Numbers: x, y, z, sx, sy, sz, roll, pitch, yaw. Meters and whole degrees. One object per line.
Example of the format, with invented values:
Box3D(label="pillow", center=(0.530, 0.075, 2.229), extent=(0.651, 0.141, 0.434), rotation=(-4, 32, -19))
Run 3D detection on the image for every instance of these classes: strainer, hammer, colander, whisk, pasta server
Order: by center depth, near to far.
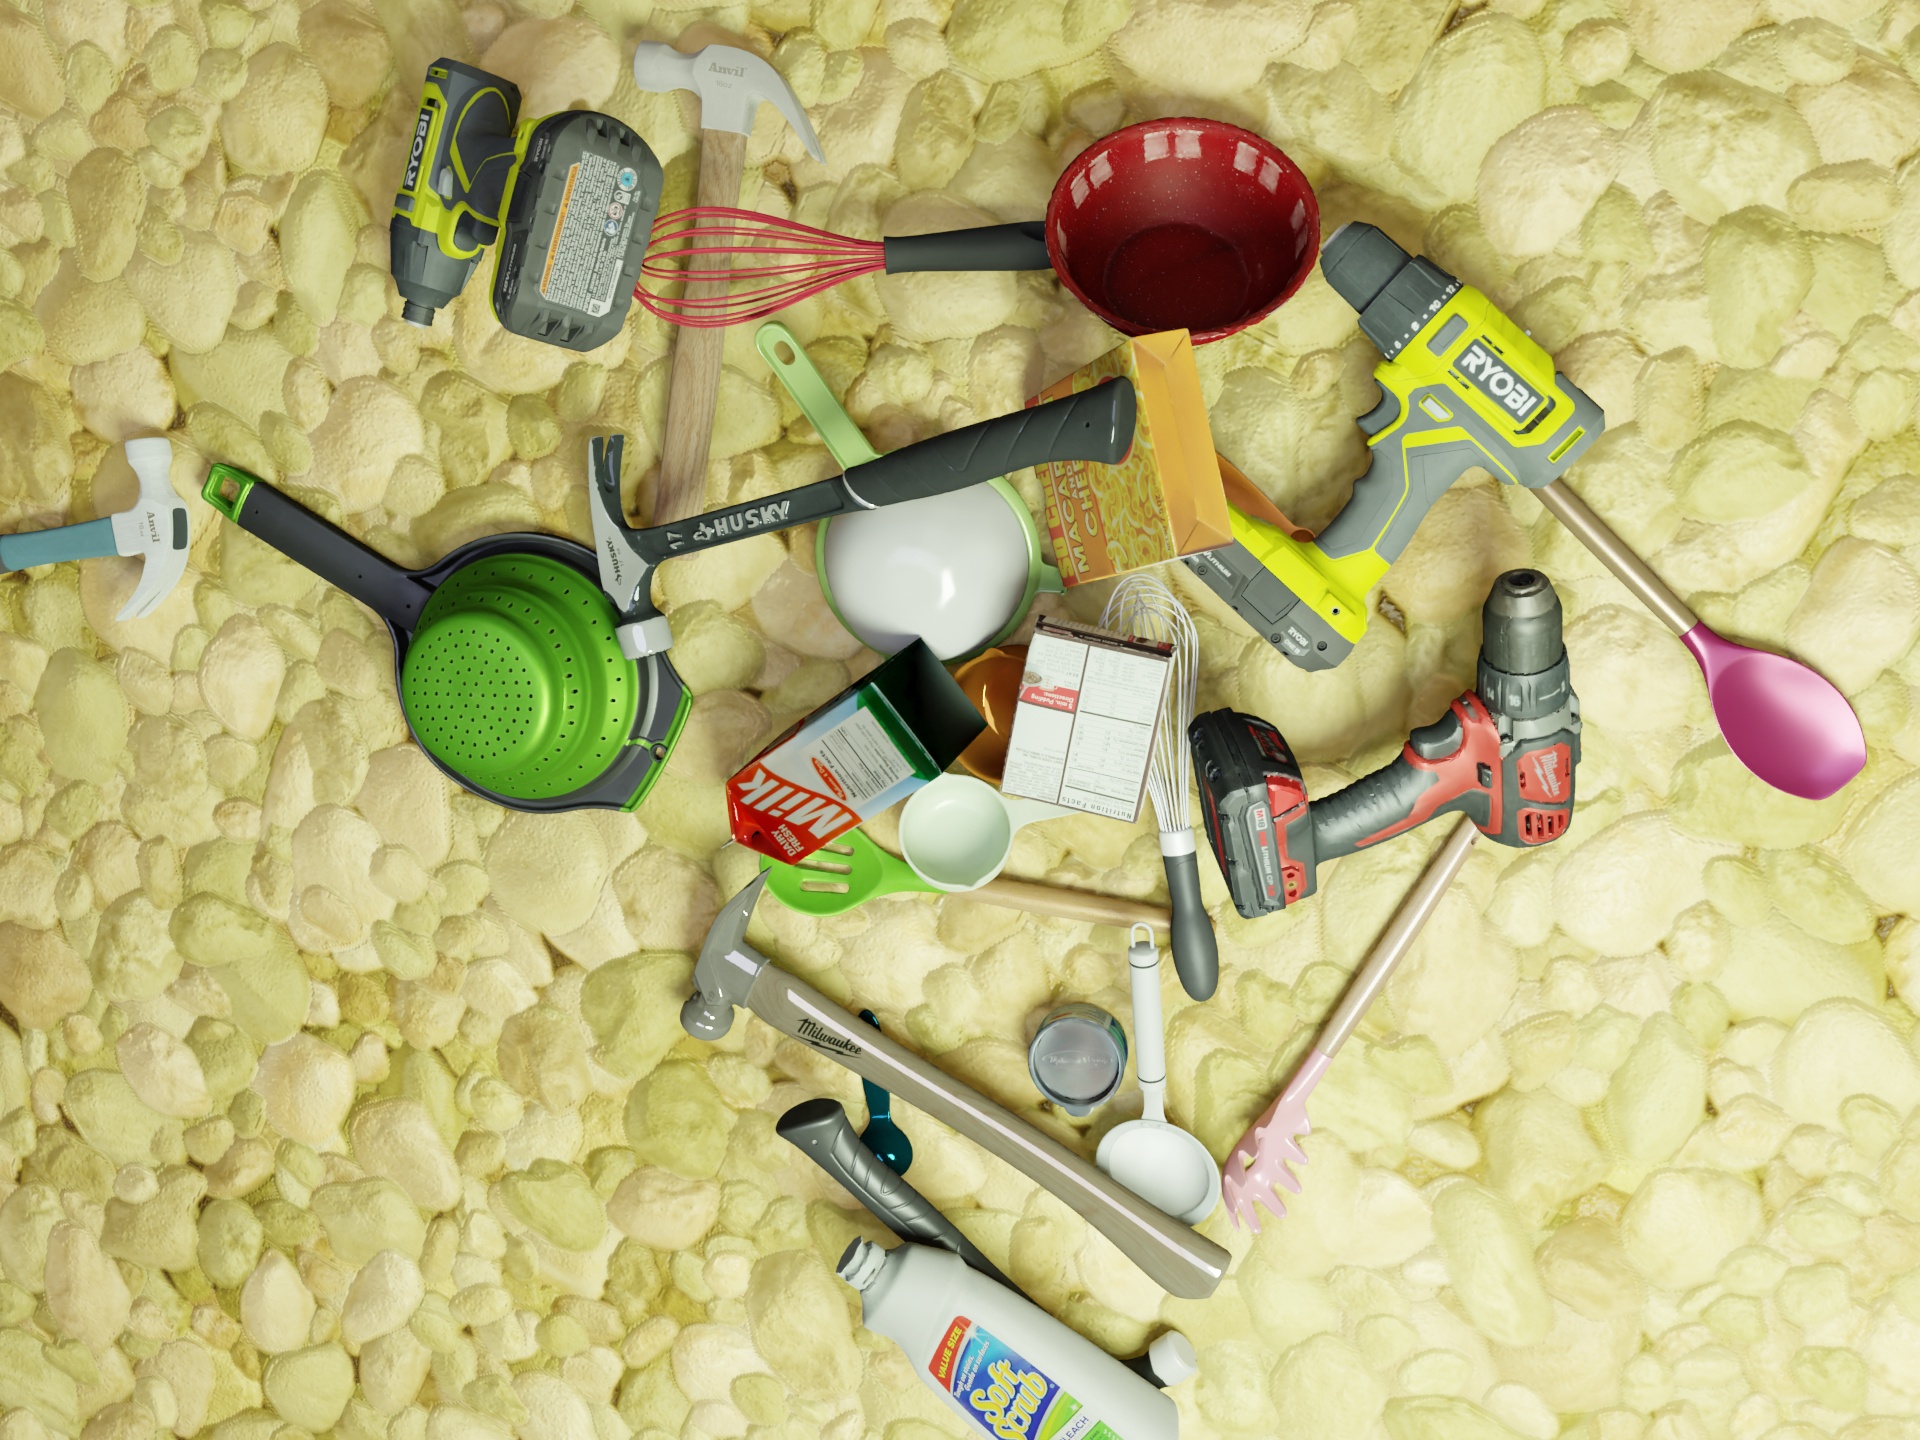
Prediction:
Box3D(label="hammer", center=(-0.076, -0.142, 0.965), extent=(0.409, 0.036, 0.149), rotation=(-10, 98, 34))
Box3D(label="whisk", center=(-0.066, -0.288, 0.994), extent=(0.296, 0.073, 0.073), rotation=(-5, 99, -3))
Box3D(label="strainer", center=(-0.055, -0.137, 1.005), extent=(0.151, 0.069, 0.256), rotation=(-30, 107, 19))
Box3D(label="whisk", center=(0.134, 0.046, 1.025), extent=(0.070, 0.070, 0.284), rotation=(-8, 98, 13))
Box3D(label="pasta server", center=(0.258, 0.200, 1.043), extent=(0.316, 0.060, 0.040), rotation=(-61, 39, 13))
Box3D(label="strainer", center=(0.129, 0.242, 1.052), extent=(0.087, 0.050, 0.258), rotation=(4, 117, 21))
Box3D(label="hammer", center=(-0.168, -0.270, 1.054), extent=(0.130, 0.031, 0.331), rotation=(11, 103, 11))
Box3D(label="hammer", center=(0.000, 0.254, 1.073), extent=(0.411, 0.038, 0.146), rotation=(30, 122, 9))
Box3D(label="hammer", center=(0.000, 0.379, 1.095), extent=(0.146, 0.035, 0.334), rotation=(-41, 103, 18))
Box3D(label="colander", center=(-0.384, -0.067, 1.104), extent=(0.397, 0.094, 0.204), rotation=(31, 105, 5))
Box3D(label="hammer", center=(-0.730, -0.127, 1.202), extent=(0.331, 0.033, 0.128), rotation=(-6, 97, 14))

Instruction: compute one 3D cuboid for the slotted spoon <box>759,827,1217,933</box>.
Box3D(label="slotted spoon", center=(0.017, 0.118, 1.086), extent=(0.314, 0.031, 0.070), rotation=(8, 84, 9))

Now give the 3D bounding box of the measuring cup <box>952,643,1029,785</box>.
Box3D(label="measuring cup", center=(-0.002, -0.003, 1.059), extent=(0.173, 0.052, 0.095), rotation=(-4, 103, 25))

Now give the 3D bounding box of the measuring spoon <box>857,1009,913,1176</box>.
Box3D(label="measuring spoon", center=(-0.062, 0.270, 1.132), extent=(0.042, 0.021, 0.128), rotation=(-5, 99, 13))

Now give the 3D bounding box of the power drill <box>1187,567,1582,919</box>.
Box3D(label="power drill", center=(0.255, 0.014, 0.941), extent=(0.226, 0.080, 0.187), rotation=(-15, 127, 1))

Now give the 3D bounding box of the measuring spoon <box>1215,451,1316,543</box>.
Box3D(label="measuring spoon", center=(0.180, -0.144, 1.014), extent=(0.117, 0.011, 0.021), rotation=(41, 108, 6))

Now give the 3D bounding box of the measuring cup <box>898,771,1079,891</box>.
Box3D(label="measuring cup", center=(0.041, 0.066, 1.069), extent=(0.167, 0.038, 0.083), rotation=(-15, 72, -4))

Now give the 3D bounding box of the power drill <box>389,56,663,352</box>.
Box3D(label="power drill", center=(-0.289, -0.316, 1.004), extent=(0.223, 0.080, 0.171), rotation=(30, 107, 42))

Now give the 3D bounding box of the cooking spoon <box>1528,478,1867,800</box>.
Box3D(label="cooking spoon", center=(0.424, -0.075, 0.967), extent=(0.319, 0.017, 0.068), rotation=(45, 103, 1))

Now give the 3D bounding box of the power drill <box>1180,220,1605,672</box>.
Box3D(label="power drill", center=(0.235, -0.161, 0.949), extent=(0.190, 0.080, 0.228), rotation=(43, 105, 3))
